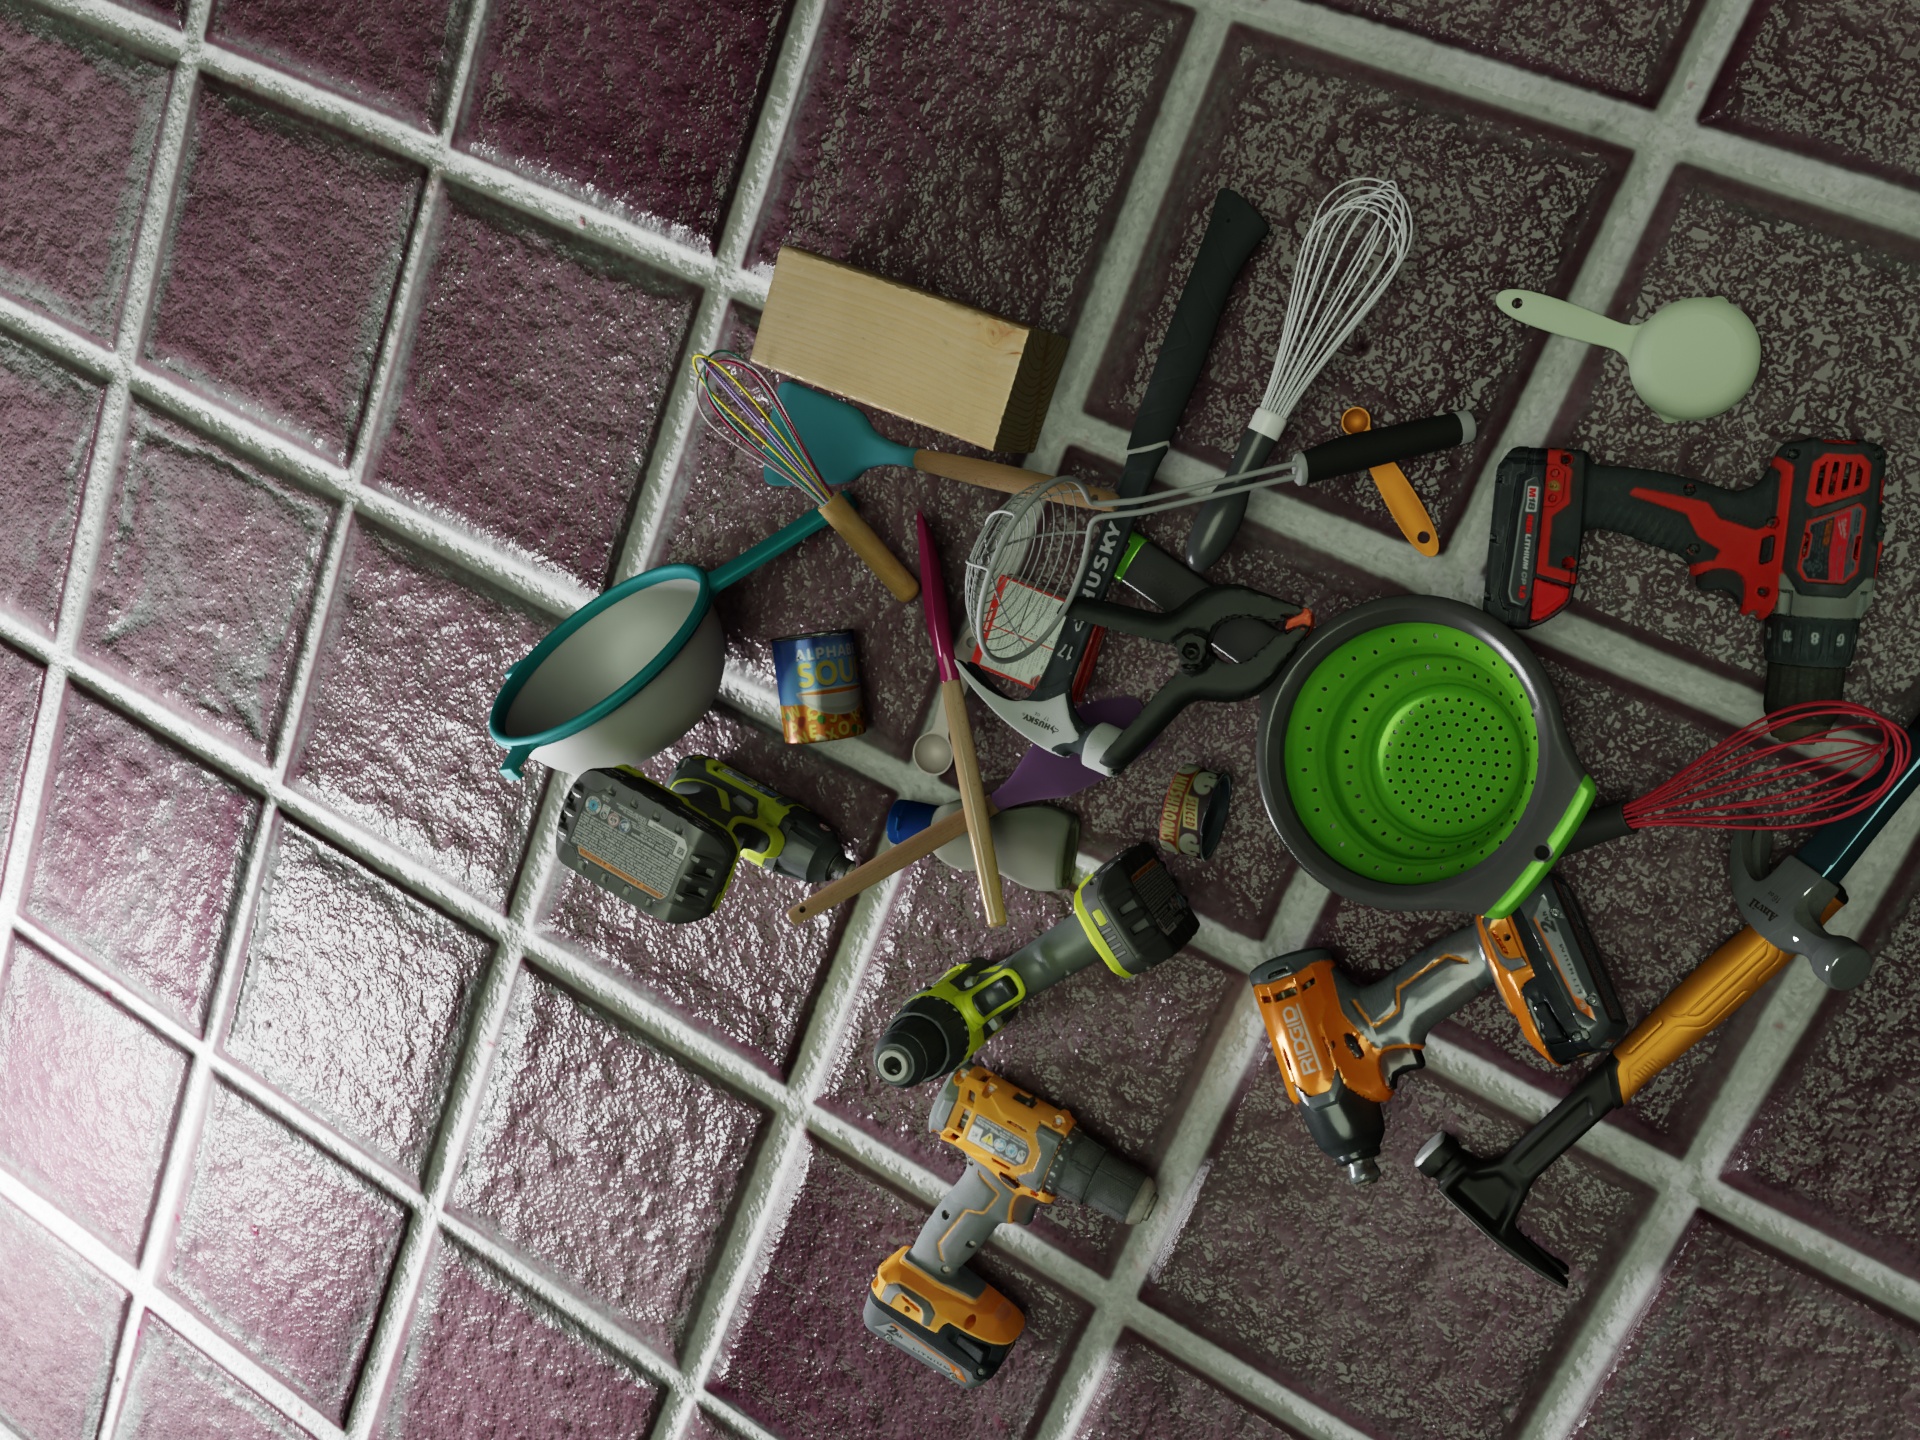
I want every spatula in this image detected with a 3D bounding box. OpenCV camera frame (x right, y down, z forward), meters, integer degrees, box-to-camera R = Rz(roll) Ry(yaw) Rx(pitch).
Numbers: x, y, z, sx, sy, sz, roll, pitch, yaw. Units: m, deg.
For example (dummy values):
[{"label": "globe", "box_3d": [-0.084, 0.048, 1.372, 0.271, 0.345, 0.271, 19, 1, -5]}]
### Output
[{"label": "spatula", "box_3d": [0.003, 0.073, 1.205, 0.316, 0.018, 0.060, -31, 68, 9]}, {"label": "spatula", "box_3d": [-0.019, -0.189, 1.181, 0.318, 0.044, 0.082, 19, 102, 37]}]

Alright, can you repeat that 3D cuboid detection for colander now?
[{"label": "colander", "box_3d": [0.255, -0.021, 1.098, 0.397, 0.094, 0.204, 41, 108, 32]}]

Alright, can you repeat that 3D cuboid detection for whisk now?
[{"label": "whisk", "box_3d": [-0.115, -0.183, 1.203, 0.047, 0.051, 0.244, -26, 116, 38]}, {"label": "whisk", "box_3d": [0.442, 0.054, 1.007, 0.296, 0.073, 0.073, -26, 87, 43]}, {"label": "whisk", "box_3d": [0.222, -0.230, 1.075, 0.070, 0.070, 0.284, 30, 102, 17]}]

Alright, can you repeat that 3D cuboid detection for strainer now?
[{"label": "strainer", "box_3d": [-0.211, -0.059, 1.272, 0.340, 0.211, 0.095, -32, 119, 3]}]

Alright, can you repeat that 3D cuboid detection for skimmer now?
[{"label": "skimmer", "box_3d": [0.173, -0.130, 1.029, 0.363, 0.127, 0.090, -15, 49, -5]}]

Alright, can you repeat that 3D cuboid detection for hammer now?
[{"label": "hammer", "box_3d": [0.121, -0.174, 1.126, 0.149, 0.036, 0.409, 25, 98, 29]}, {"label": "hammer", "box_3d": [0.588, 0.001, 0.949, 0.033, 0.128, 0.331, 31, 102, -23]}, {"label": "hammer", "box_3d": [0.463, 0.230, 1.064, 0.127, 0.034, 0.336, 42, 111, 13]}]

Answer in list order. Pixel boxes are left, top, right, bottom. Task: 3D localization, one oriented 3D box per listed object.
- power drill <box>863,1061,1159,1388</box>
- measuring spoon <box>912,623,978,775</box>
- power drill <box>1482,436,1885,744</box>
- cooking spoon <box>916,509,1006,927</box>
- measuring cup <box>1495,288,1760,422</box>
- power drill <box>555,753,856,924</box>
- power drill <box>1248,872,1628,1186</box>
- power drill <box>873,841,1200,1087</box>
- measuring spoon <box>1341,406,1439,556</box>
[{"label": "power drill", "box_3d": [0.038, 0.405, 1.248, 0.185, 0.084, 0.226, 25, 102, 17]}, {"label": "measuring spoon", "box_3d": [-0.004, -0.016, 1.242, 0.034, 0.018, 0.124, 22, 99, 19]}, {"label": "power drill", "box_3d": [0.451, -0.086, 1.004, 0.227, 0.080, 0.188, 6, 100, 19]}, {"label": "cooking spoon", "box_3d": [-0.002, -0.004, 1.190, 0.017, 0.068, 0.319, -9, 80, -7]}, {"label": "measuring cup", "box_3d": [0.421, -0.245, 1.011, 0.168, 0.038, 0.083, 24, 106, 16]}, {"label": "power drill", "box_3d": [-0.188, 0.088, 1.217, 0.171, 0.223, 0.080, 26, 100, 18]}, {"label": "power drill", "box_3d": [0.322, 0.210, 1.077, 0.226, 0.084, 0.164, -26, 66, 25]}, {"label": "power drill", "box_3d": [0.048, 0.186, 1.153, 0.228, 0.190, 0.080, -34, 84, 19]}, {"label": "measuring spoon", "box_3d": [0.297, -0.164, 1.094, 0.021, 0.011, 0.117, -30, 89, 24]}]
